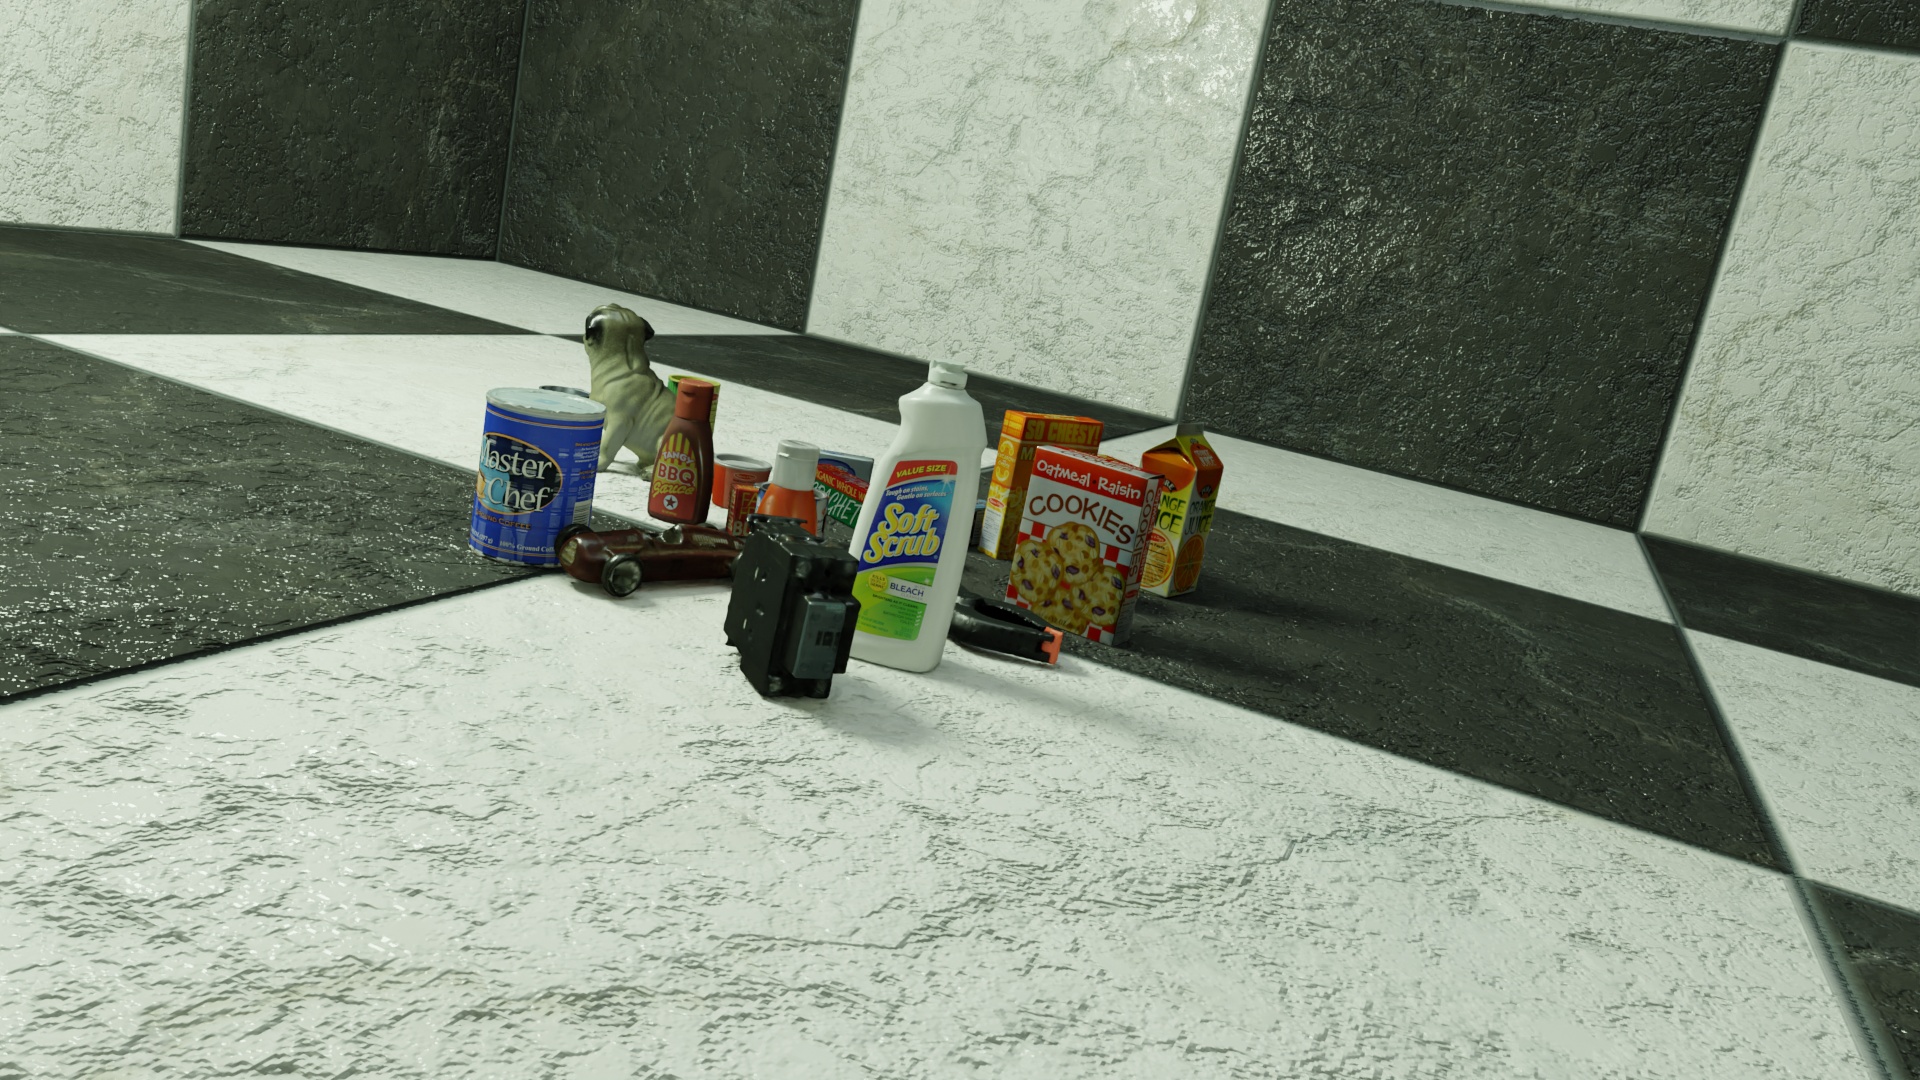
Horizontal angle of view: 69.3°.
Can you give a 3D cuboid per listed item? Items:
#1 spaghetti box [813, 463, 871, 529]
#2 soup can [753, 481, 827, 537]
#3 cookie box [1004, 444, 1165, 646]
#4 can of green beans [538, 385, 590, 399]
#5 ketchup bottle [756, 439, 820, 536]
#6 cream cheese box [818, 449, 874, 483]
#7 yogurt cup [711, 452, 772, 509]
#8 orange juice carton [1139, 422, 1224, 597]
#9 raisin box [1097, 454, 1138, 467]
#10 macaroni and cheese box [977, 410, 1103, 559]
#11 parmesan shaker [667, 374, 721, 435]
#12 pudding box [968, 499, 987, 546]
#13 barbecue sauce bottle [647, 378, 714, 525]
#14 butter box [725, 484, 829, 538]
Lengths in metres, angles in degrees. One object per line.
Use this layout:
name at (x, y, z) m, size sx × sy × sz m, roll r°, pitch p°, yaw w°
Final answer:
spaghetti box at (-0.102, -0.034, 1.572) m, size 0.029 × 0.050 × 0.250 m, roll 1°, pitch 16°, yaw -38°
soup can at (-0.169, -0.009, 1.330) m, size 0.071 × 0.083 × 0.071 m, roll 11°, pitch 12°, yaw -2°
cookie box at (0.118, 0.002, 1.337) m, size 0.123 × 0.167 × 0.040 m, roll 18°, pitch 14°, yaw 29°
can of green beans at (-0.506, -0.162, 1.766) m, size 0.071 × 0.057 × 0.071 m, roll 11°, pitch 12°, yaw -2°
ketchup bottle at (-0.153, -0.012, 1.211) m, size 0.065 × 0.148 × 0.043 m, roll 19°, pitch 14°, yaw 31°
cream cheese box at (-0.163, -0.085, 1.732) m, size 0.104 × 0.053 × 0.024 m, roll 10°, pitch 12°, yaw -7°
yogurt cup at (-0.250, -0.065, 1.571) m, size 0.072 × 0.053 × 0.072 m, roll 11°, pitch 13°, yaw -2°
orange juice carton at (0.238, -0.039, 1.562) m, size 0.073 × 0.192 × 0.072 m, roll 19°, pitch 15°, yaw 33°
raisin box at (0.172, -0.034, 1.641) m, size 0.040 × 0.123 × 0.086 m, roll 4°, pitch 14°, yaw -32°
macaroni and cheese box at (0.092, -0.063, 1.600) m, size 0.124 × 0.166 × 0.040 m, roll 1°, pitch 16°, yaw -38°
parmesan shaker at (-0.347, -0.153, 1.761) m, size 0.071 × 0.102 × 0.071 m, roll 11°, pitch 12°, yaw -2°
pudding box at (0.006, -0.020, 1.605) m, size 0.030 × 0.049 × 0.084 m, roll 20°, pitch 15°, yaw 34°
barbecue sauce bottle at (-0.285, -0.093, 1.447) m, size 0.065 × 0.148 × 0.044 m, roll 14°, pitch 12°, yaw 13°
butter box at (-0.193, -0.028, 1.463) m, size 0.104 × 0.053 × 0.024 m, roll 5°, pitch 14°, yaw -25°
